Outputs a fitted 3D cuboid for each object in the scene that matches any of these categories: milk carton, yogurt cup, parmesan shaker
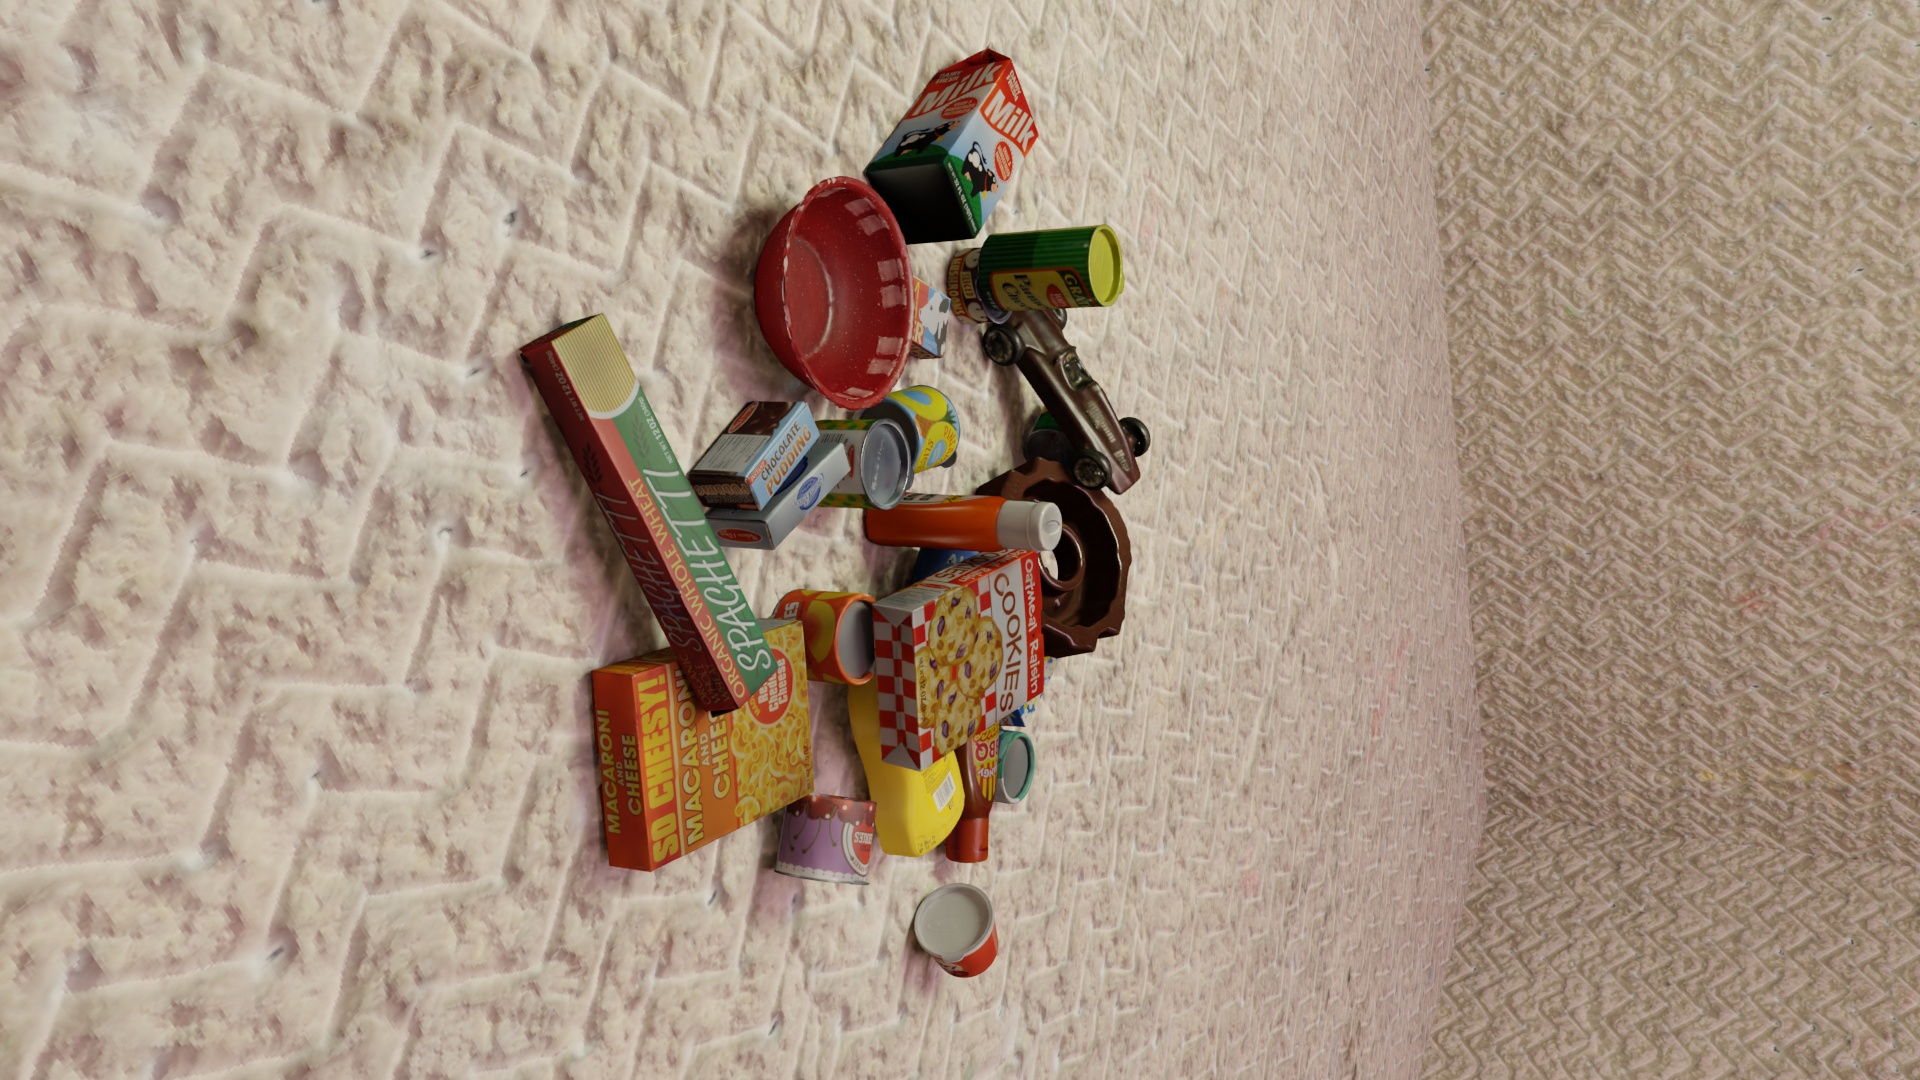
[{"bbox_3d":[0.004,-0.324,1.119,0.191,0.073,0.072,-62,141,-37],"label":"milk carton"},{"bbox_3d":[0.000,0.329,1.163,0.053,0.072,0.073,72,35,-45],"label":"yogurt cup"},{"bbox_3d":[0.075,-0.223,1.149,0.071,0.103,0.071,-5,96,-59],"label":"parmesan shaker"}]

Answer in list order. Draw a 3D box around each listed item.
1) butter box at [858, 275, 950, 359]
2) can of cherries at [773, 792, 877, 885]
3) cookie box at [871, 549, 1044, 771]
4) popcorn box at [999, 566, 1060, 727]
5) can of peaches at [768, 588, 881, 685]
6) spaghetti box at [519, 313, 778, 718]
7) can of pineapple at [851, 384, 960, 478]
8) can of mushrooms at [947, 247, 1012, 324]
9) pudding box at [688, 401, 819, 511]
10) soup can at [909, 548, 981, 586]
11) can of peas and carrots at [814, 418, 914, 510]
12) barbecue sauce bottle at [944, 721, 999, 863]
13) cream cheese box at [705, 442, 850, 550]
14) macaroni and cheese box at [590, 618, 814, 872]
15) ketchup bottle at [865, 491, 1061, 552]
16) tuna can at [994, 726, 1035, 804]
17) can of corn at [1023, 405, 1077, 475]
[{"bbox_3d":[-0.045,-0.182,1.093,0.103,0.024,0.053,19,75,-59],"label":"butter box"},{"bbox_3d":[-0.093,0.211,0.988,0.071,0.071,0.058,25,70,-57],"label":"can of cherries"},{"bbox_3d":[0.003,0.083,1.045,0.168,0.040,0.122,-24,116,-51],"label":"cookie box"},{"bbox_3d":[0.054,0.095,1.263,0.127,0.038,0.085,-59,139,-39],"label":"popcorn box"},{"bbox_3d":[-0.095,0.069,0.990,0.071,0.058,0.071,-7,99,-60],"label":"can of peaches"},{"bbox_3d":[-0.180,-0.011,0.825,0.050,0.028,0.249,-48,121,-51],"label":"spaghetti box"},{"bbox_3d":[-0.041,-0.081,1.061,0.058,0.071,0.070,-25,113,-56],"label":"can of pineapple"},{"bbox_3d":[0.017,-0.218,1.188,0.071,0.033,0.071,-8,100,-59],"label":"can of mushrooms"},{"bbox_3d":[-0.136,-0.058,0.921,0.084,0.049,0.030,-59,140,-40],"label":"pudding box"},{"bbox_3d":[-0.009,0.049,1.118,0.071,0.071,0.084,36,64,-55],"label":"soup can"},{"bbox_3d":[-0.076,-0.055,1.013,0.071,0.058,0.071,-8,99,-60],"label":"can of peas and carrots"},{"bbox_3d":[0.007,0.198,1.185,0.065,0.043,0.148,0,92,-61],"label":"barbecue sauce bottle"},{"bbox_3d":[-0.123,-0.032,0.941,0.104,0.053,0.024,-52,136,-45],"label":"cream cheese box"},{"bbox_3d":[-0.162,0.126,0.896,0.167,0.040,0.123,-15,103,-59],"label":"macaroni and cheese box"},{"bbox_3d":[0.004,-0.013,1.063,0.065,0.149,0.043,-12,104,-59],"label":"ketchup bottle"},{"bbox_3d":[0.039,0.201,1.250,0.071,0.033,0.071,-8,99,-59],"label":"tuna can"},{"bbox_3d":[0.102,-0.097,1.302,0.058,0.071,0.071,-62,141,-38],"label":"can of corn"}]
